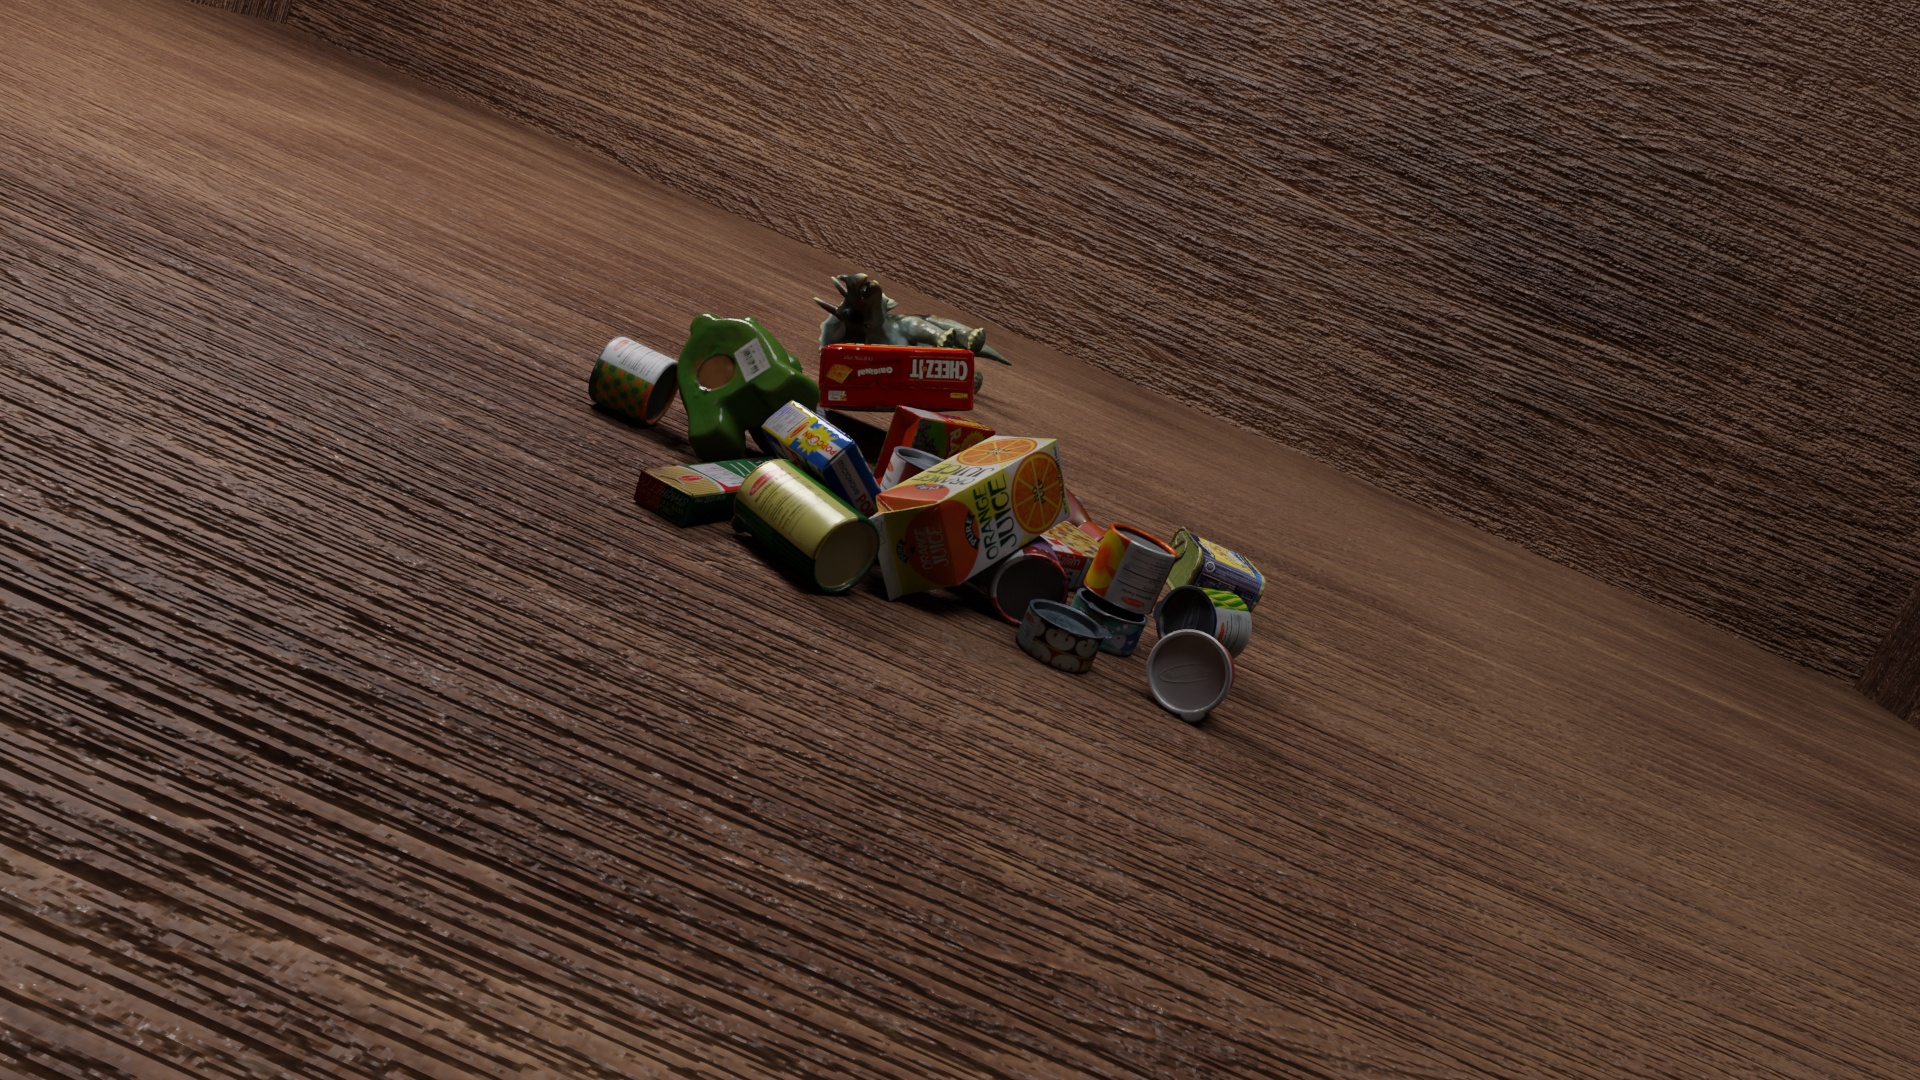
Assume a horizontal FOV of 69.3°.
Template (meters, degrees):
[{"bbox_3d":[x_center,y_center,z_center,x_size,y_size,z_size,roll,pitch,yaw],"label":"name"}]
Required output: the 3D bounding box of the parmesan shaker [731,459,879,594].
[{"bbox_3d":[-0.119,-0.009,1.057,0.071,0.071,0.103,7,22,-48],"label":"parmesan shaker"}]

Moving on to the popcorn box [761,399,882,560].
[{"bbox_3d":[-0.103,-0.048,1.135,0.085,0.038,0.126,34,-19,37],"label":"popcorn box"}]

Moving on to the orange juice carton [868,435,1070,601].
[{"bbox_3d":[0.000,-0.020,1.126,0.073,0.071,0.193,7,27,42],"label":"orange juice carton"}]

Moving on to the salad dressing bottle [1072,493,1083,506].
[{"bbox_3d":[0.074,-0.059,1.562,0.064,0.044,0.148,7,21,-44],"label":"salad dressing bottle"}]

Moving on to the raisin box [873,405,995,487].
[{"bbox_3d":[-0.027,-0.086,1.422,0.040,0.086,0.123,27,14,37],"label":"raisin box"}]

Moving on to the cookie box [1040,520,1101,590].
[{"bbox_3d":[0.061,0.002,1.334,0.167,0.040,0.123,11,19,-43],"label":"cookie box"}]

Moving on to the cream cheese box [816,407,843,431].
[{"bbox_3d":[-0.180,-0.135,1.491,0.104,0.024,0.053,18,14,-19],"label":"cream cheese box"}]

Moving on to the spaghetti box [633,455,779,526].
[{"bbox_3d":[-0.178,-0.045,1.161,0.050,0.028,0.251,27,15,17],"label":"spaghetti box"}]

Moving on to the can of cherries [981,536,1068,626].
[{"bbox_3d":[0.056,0.033,1.160,0.071,0.071,0.058,20,15,-13],"label":"can of cherries"}]

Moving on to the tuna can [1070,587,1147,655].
[{"bbox_3d":[0.124,0.070,1.195,0.071,0.032,0.071,21,14,-6],"label":"tuna can"}]

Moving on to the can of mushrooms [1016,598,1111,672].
[{"bbox_3d":[0.082,0.077,1.108,0.071,0.033,0.071,21,14,-5],"label":"can of mushrooms"}]

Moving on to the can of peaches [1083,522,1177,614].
[{"bbox_3d":[0.148,0.023,1.214,0.071,0.058,0.071,22,14,-6],"label":"can of peaches"}]

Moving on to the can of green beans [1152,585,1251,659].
[{"bbox_3d":[0.220,0.076,1.255,0.058,0.071,0.071,10,19,-44],"label":"can of green beans"}]

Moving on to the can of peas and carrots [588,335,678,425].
[{"bbox_3d":[-0.297,-0.144,1.269,0.059,0.070,0.071,25,14,7],"label":"can of peas and carrots"}]

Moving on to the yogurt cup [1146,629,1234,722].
[{"bbox_3d":[0.187,0.105,1.110,0.072,0.072,0.054,28,7,21],"label":"yogurt cup"}]

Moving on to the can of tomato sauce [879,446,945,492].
[{"bbox_3d":[-0.040,-0.030,1.207,0.071,0.083,0.071,22,14,-6],"label":"can of tomato sauce"}]

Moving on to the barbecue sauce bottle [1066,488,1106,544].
[{"bbox_3d":[0.101,-0.025,1.458,0.149,0.065,0.043,39,-24,32],"label":"barbecue sauce bottle"}]
